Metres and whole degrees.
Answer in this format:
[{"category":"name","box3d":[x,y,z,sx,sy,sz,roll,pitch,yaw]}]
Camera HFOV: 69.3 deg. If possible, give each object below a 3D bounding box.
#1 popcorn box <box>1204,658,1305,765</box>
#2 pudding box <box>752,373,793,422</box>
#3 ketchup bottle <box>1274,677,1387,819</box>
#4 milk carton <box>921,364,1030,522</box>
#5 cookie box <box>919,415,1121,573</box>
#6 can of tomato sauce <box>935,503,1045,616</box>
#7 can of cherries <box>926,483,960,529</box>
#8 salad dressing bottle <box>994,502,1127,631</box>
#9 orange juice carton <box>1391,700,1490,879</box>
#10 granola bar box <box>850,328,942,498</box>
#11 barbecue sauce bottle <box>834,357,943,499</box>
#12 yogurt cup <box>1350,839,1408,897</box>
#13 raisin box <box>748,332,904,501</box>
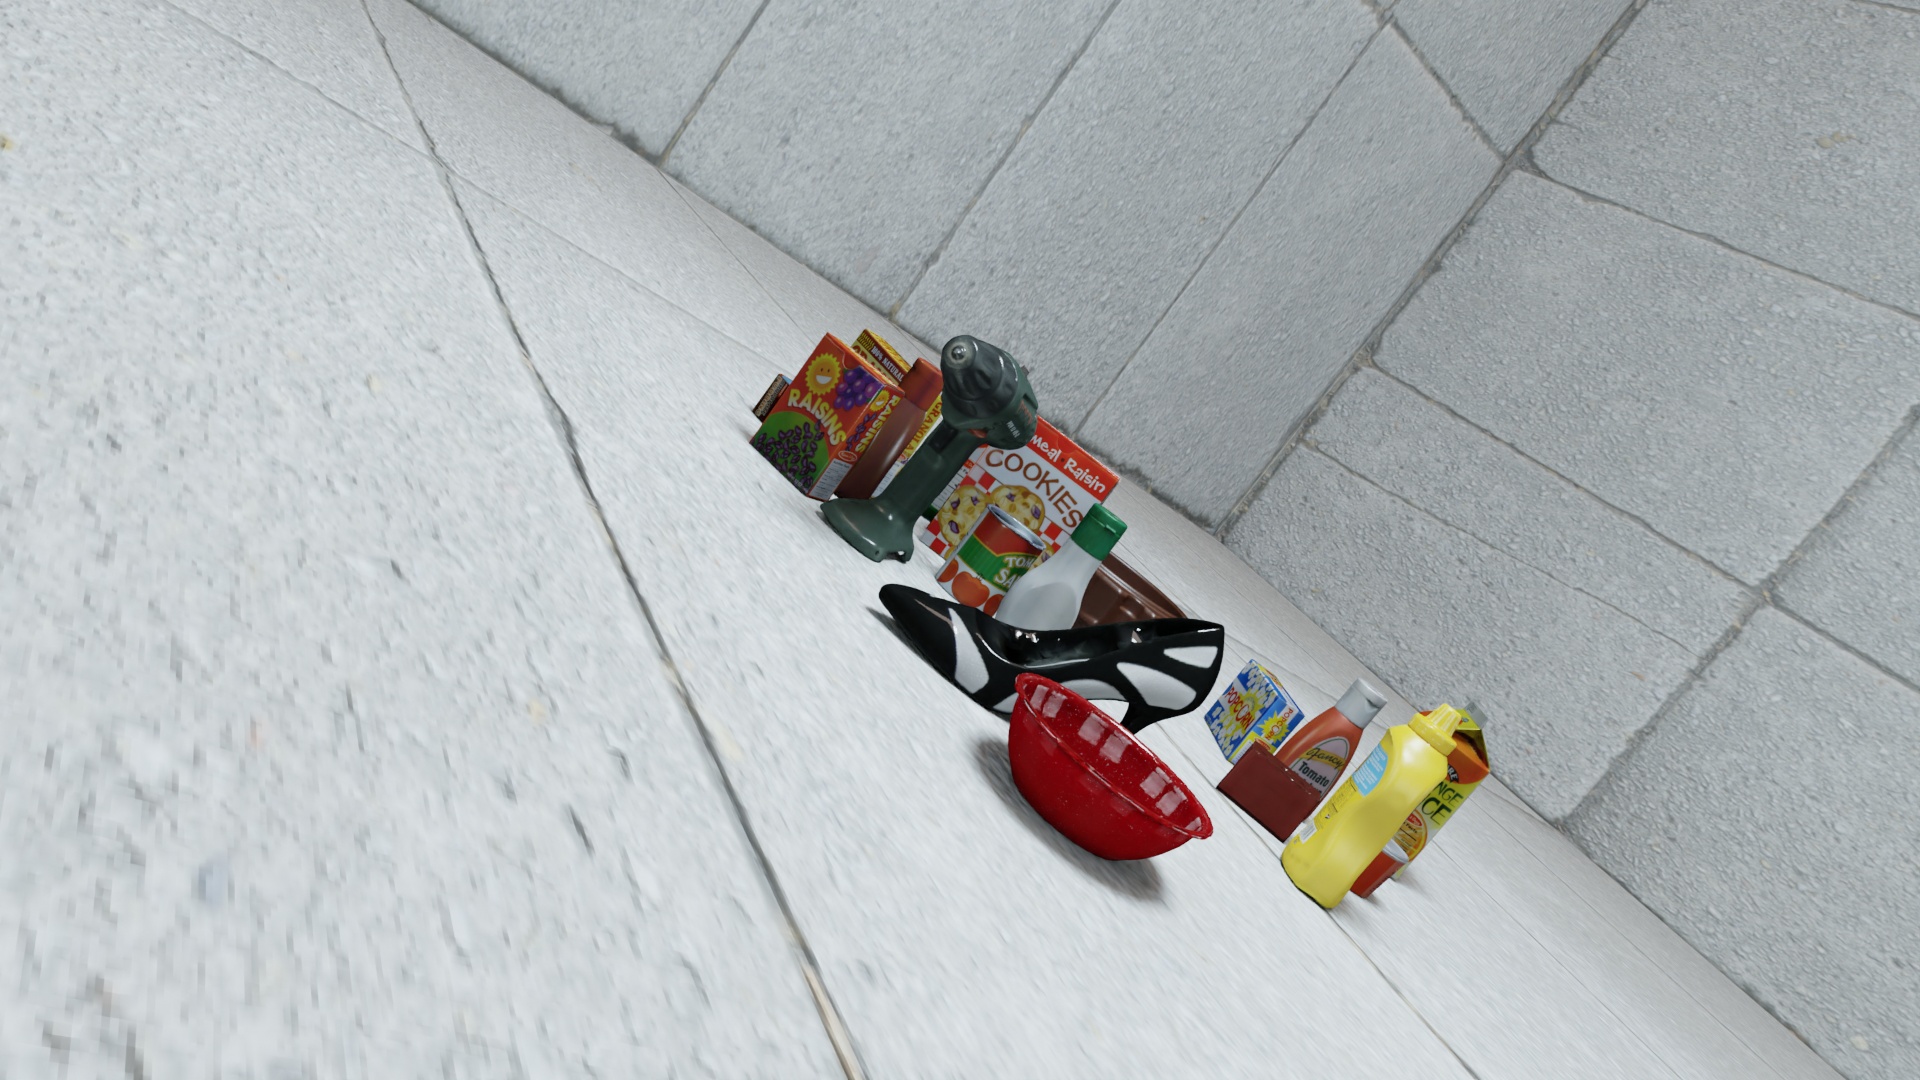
[{"category":"popcorn box","box3d":[0.306,0.184,1.456,0.038,0.085,0.127,36,10,-8]},{"category":"pudding box","box3d":[-0.160,-0.128,1.391,0.083,0.049,0.030,27,14,-45]},{"category":"ketchup bottle","box3d":[0.360,0.203,1.373,0.064,0.148,0.043,35,10,-14]},{"category":"milk carton","box3d":[0.014,-0.108,1.492,0.073,0.190,0.072,35,10,-12]},{"category":"cookie box","box3d":[0.059,-0.031,1.359,0.123,0.167,0.040,38,9,4]},{"category":"can of tomato sauce","box3d":[0.028,0.020,1.264,0.071,0.083,0.071,36,10,-7]},{"category":"can of cherries","box3d":[0.005,-0.018,1.430,0.071,0.058,0.071,36,10,-7]},{"category":"salad dressing bottle","box3d":[0.088,0.036,1.212,0.064,0.147,0.044,34,10,-17]},{"category":"orange juice carton","box3d":[0.477,0.248,1.438,0.073,0.192,0.072,37,9,1]},{"category":"granola bar box","box3d":[-0.093,-0.132,1.428,0.039,0.124,0.166,30,12,-37]},{"category":"barbecue sauce bottle","box3d":[-0.068,-0.103,1.309,0.043,0.148,0.065,34,10,-19]},{"category":"yogurt cup","box3d":[0.368,0.290,1.276,0.072,0.054,0.072,36,10,-7]},{"category":"raisin box","box3d":[-0.119,-0.109,1.235,0.086,0.123,0.040,42,11,28]}]
